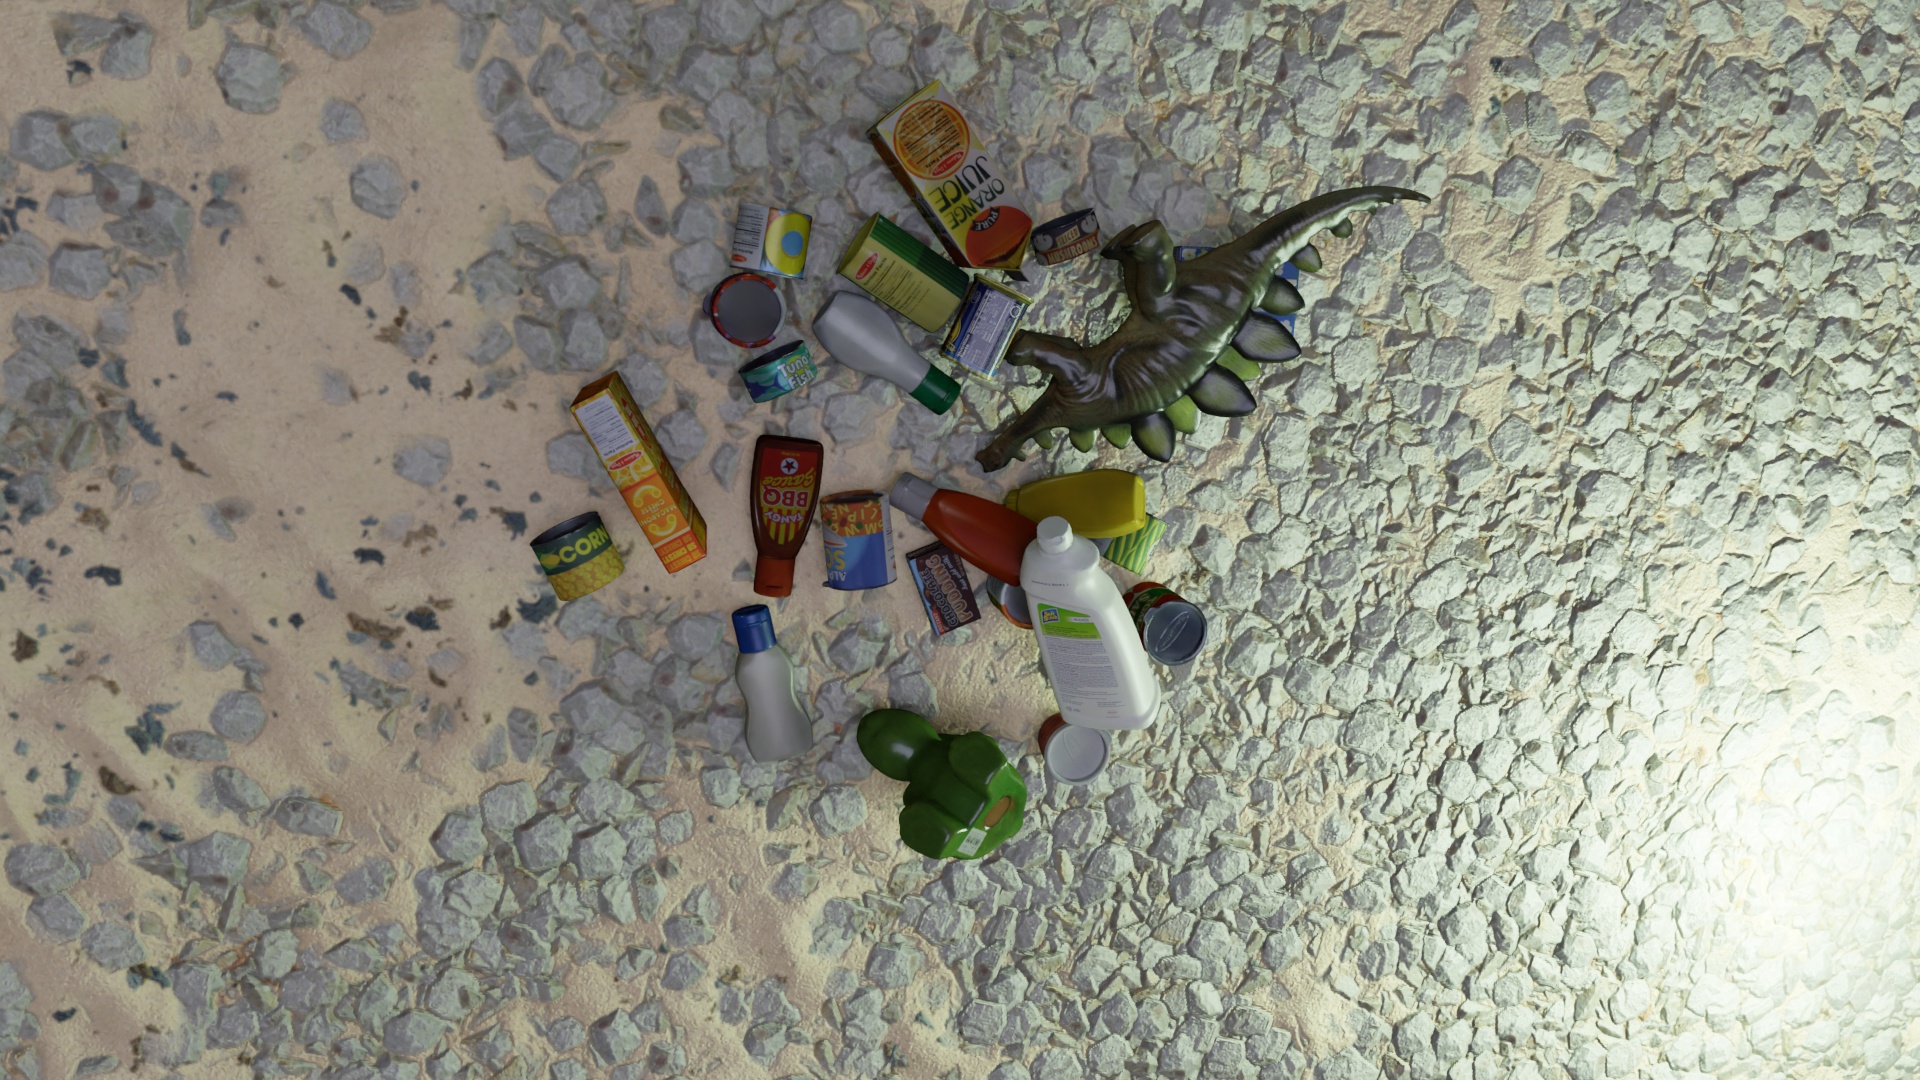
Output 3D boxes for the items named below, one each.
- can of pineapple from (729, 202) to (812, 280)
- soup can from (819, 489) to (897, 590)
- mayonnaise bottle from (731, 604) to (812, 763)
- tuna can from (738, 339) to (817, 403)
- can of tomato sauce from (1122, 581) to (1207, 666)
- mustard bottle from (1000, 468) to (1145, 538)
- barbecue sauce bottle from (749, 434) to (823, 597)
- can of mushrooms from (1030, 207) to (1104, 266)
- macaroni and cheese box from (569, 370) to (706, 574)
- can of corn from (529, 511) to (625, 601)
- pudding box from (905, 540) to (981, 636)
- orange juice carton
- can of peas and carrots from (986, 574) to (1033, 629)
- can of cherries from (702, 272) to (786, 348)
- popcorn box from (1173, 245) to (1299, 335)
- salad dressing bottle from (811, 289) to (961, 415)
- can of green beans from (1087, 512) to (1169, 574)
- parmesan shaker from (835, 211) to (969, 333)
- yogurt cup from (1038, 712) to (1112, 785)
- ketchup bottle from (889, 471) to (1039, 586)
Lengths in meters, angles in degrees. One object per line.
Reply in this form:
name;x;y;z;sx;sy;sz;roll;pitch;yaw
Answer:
can of pineapple;-0.167;-0.266;1.238;0.071;0.071;0.057;8;100;-14
soup can;-0.099;-0.001;1.307;0.071;0.071;0.083;-8;103;-11
mayonnaise bottle;-0.185;0.136;1.329;0.065;0.041;0.147;-14;103;-11
tuna can;-0.163;-0.153;1.258;0.071;0.071;0.032;-27;108;-6
can of tomato sauce;0.198;0.081;1.382;0.071;0.083;0.071;-3;102;-12
mustard bottle;0.096;-0.034;1.334;0.160;0.049;0.065;-2;80;24
barbecue sauce bottle;-0.167;-0.022;1.299;0.065;0.044;0.148;6;100;-13
can of mushrooms;0.099;-0.282;1.292;0.071;0.071;0.033;-23;107;-7
macaroni and cheese box;-0.281;-0.062;1.223;0.040;0.124;0.166;-28;106;-3
can of corn;-0.343;0.014;1.252;0.071;0.071;0.058;-25;107;-7
pudding box;-0.017;0.045;1.354;0.050;0.030;0.083;-21;105;-7
orange juice carton;0.001;-0.314;1.262;0.073;0.072;0.192;-38;107;-3
can of peas and carrots;0.066;0.050;1.359;0.071;0.059;0.070;-3;103;-12
can of cherries;-0.194;-0.206;1.247;0.071;0.058;0.071;-3;102;-13
popcorn box;0.263;-0.241;1.355;0.127;0.038;0.085;0;100;-13
salad dressing bottle;-0.067;-0.172;1.291;0.147;0.044;0.064;35;90;-18
can of green beans;0.162;-0.006;1.365;0.071;0.071;0.057;26;96;-17
parmesan shaker;-0.053;-0.242;1.270;0.103;0.071;0.071;32;93;-18
yogurt cup;0.111;0.207;1.404;0.072;0.054;0.072;-3;102;-12
ketchup bottle;0.005;-0.016;1.312;0.149;0.043;0.065;28;67;8
